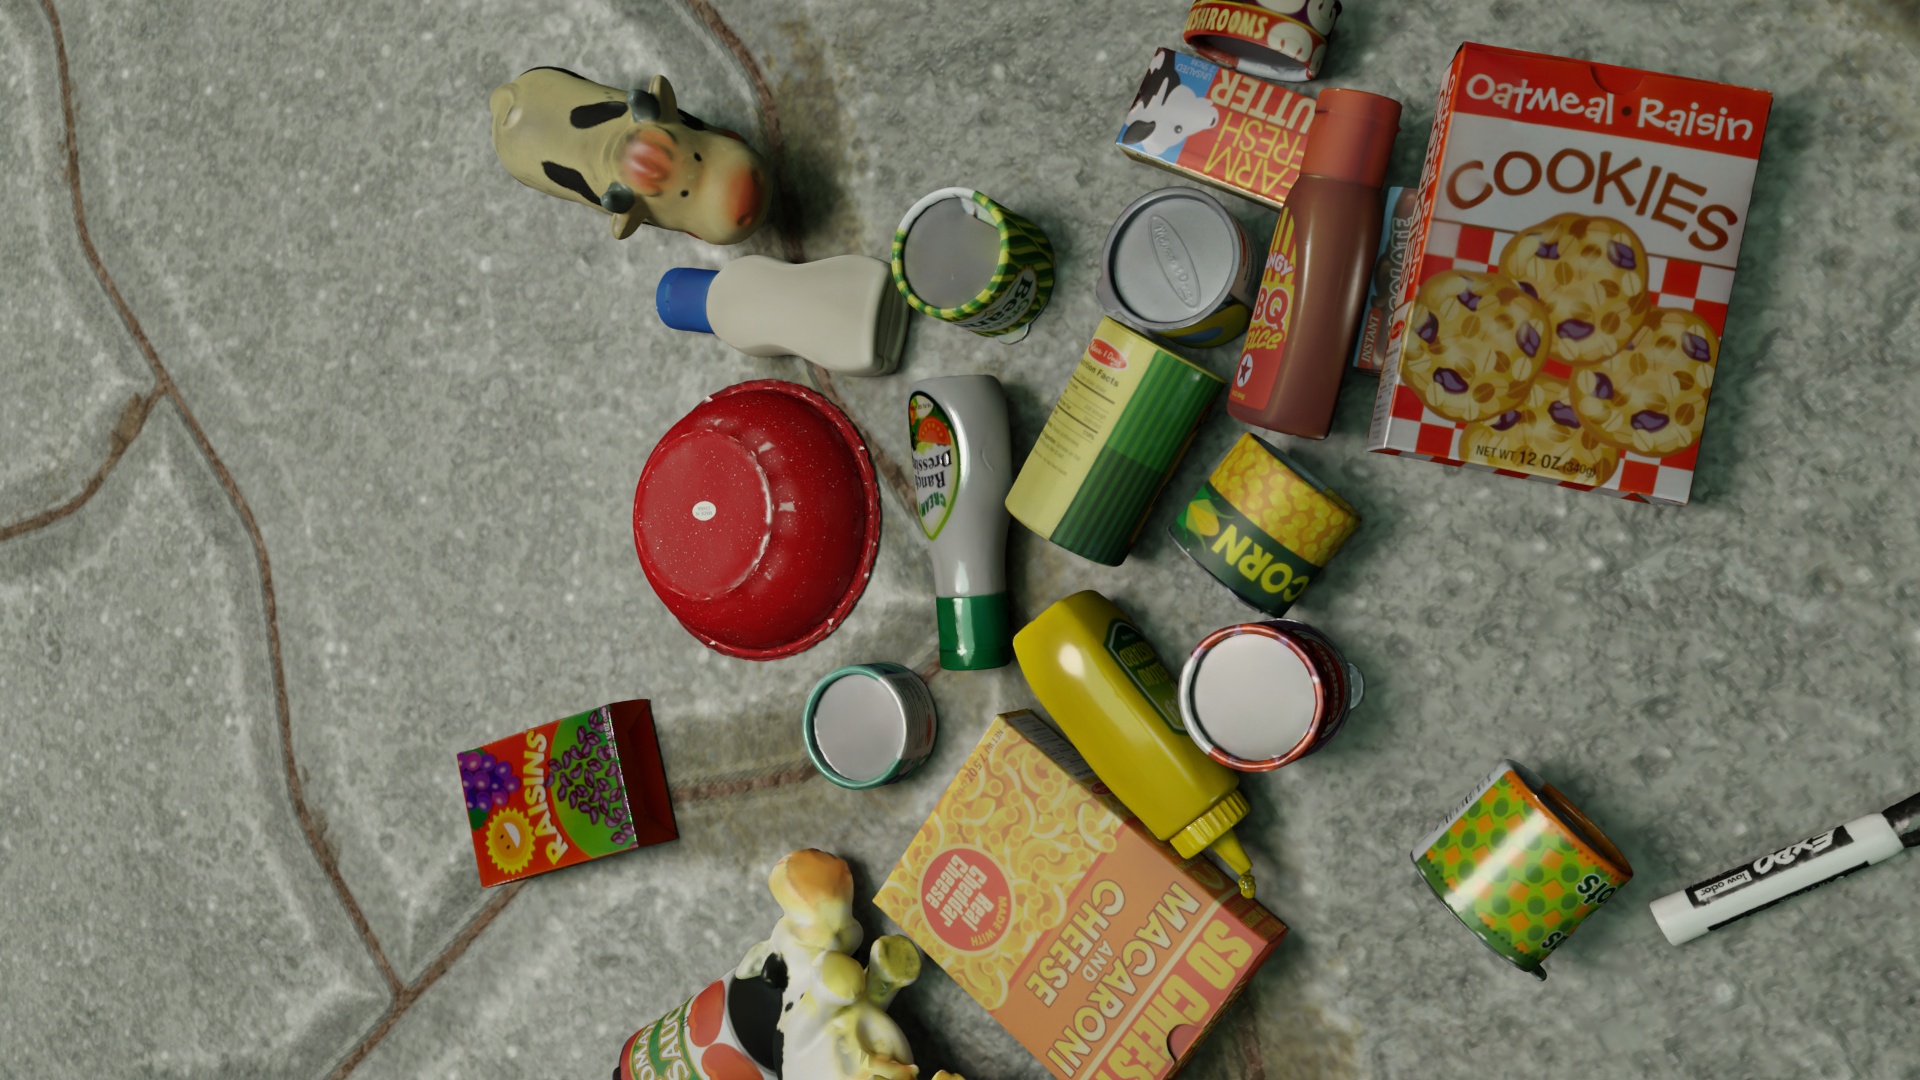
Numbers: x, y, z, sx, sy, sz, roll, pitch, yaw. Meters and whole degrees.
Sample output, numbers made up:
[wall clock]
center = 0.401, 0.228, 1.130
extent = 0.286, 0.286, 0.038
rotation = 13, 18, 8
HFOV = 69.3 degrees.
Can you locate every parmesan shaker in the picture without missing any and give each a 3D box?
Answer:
[parmesan shaker]
center = 0.072, -0.048, 0.666
extent = 0.071, 0.071, 0.103
rotation = 34, 103, 24

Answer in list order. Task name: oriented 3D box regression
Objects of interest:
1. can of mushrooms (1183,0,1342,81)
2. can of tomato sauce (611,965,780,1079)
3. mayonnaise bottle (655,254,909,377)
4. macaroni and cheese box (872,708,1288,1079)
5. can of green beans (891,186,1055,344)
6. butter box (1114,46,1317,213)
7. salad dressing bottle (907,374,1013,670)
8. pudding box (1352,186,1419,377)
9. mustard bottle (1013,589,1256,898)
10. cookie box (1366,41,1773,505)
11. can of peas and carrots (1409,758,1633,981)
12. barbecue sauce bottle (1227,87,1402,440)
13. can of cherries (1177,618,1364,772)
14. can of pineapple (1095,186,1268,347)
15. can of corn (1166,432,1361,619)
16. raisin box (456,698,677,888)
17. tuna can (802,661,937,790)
[can of mushrooms]
center = 0.137, -0.238, 0.638
extent = 0.071, 0.071, 0.033
rotation = 23, 100, 26
[can of tomato sauce]
center = -0.133, 0.276, 0.750
extent = 0.083, 0.071, 0.071
rotation = -37, 72, 20
[mayonnaise bottle]
center = -0.101, -0.129, 0.770
extent = 0.148, 0.041, 0.064
rotation = 11, 91, 28
[macaroni and cheese box]
center = 0.054, 0.183, 0.677
extent = 0.167, 0.040, 0.123
rotation = 38, 105, 23
[can of green beans]
center = 0.007, -0.141, 0.706
extent = 0.071, 0.058, 0.071
rotation = -1, 87, 27
[butter box]
center = 0.131, -0.194, 0.665
extent = 0.103, 0.024, 0.053
rotation = 29, 101, 25
[salad dressing bottle]
center = 0.003, -0.009, 0.706
extent = 0.064, 0.044, 0.147
rotation = -3, 92, 60
[pudding box]
center = 0.209, -0.112, 0.619
extent = 0.050, 0.030, 0.083
rotation = 13, 93, 27
[mustard bottle]
center = 0.091, 0.097, 0.652
extent = 0.048, 0.065, 0.160
rotation = -43, 76, 24
[cookie box]
center = 0.247, -0.108, 0.571
extent = 0.123, 0.040, 0.167
rotation = 11, 93, 5
[can of peas and carrots]
center = 0.233, 0.135, 0.574
extent = 0.071, 0.071, 0.058
rotation = 45, 106, 21
[barbecue sauce bottle]
center = 0.159, -0.122, 0.618
extent = 0.044, 0.065, 0.148
rotation = 11, 102, -9
[can of cherries]
center = 0.141, 0.068, 0.628
extent = 0.071, 0.058, 0.071
rotation = -1, 87, 27
[can of pineapple]
center = 0.106, -0.127, 0.655
extent = 0.071, 0.058, 0.071
rotation = -1, 87, 27
[can of corn]
center = 0.138, -0.006, 0.627
extent = 0.071, 0.071, 0.058
rotation = 43, 106, 22
[raisin box]
center = -0.235, 0.150, 0.824
extent = 0.123, 0.040, 0.086
rotation = -19, 80, 23
[tuna can]
center = -0.051, 0.099, 0.737
extent = 0.071, 0.033, 0.071
rotation = -1, 87, 26
